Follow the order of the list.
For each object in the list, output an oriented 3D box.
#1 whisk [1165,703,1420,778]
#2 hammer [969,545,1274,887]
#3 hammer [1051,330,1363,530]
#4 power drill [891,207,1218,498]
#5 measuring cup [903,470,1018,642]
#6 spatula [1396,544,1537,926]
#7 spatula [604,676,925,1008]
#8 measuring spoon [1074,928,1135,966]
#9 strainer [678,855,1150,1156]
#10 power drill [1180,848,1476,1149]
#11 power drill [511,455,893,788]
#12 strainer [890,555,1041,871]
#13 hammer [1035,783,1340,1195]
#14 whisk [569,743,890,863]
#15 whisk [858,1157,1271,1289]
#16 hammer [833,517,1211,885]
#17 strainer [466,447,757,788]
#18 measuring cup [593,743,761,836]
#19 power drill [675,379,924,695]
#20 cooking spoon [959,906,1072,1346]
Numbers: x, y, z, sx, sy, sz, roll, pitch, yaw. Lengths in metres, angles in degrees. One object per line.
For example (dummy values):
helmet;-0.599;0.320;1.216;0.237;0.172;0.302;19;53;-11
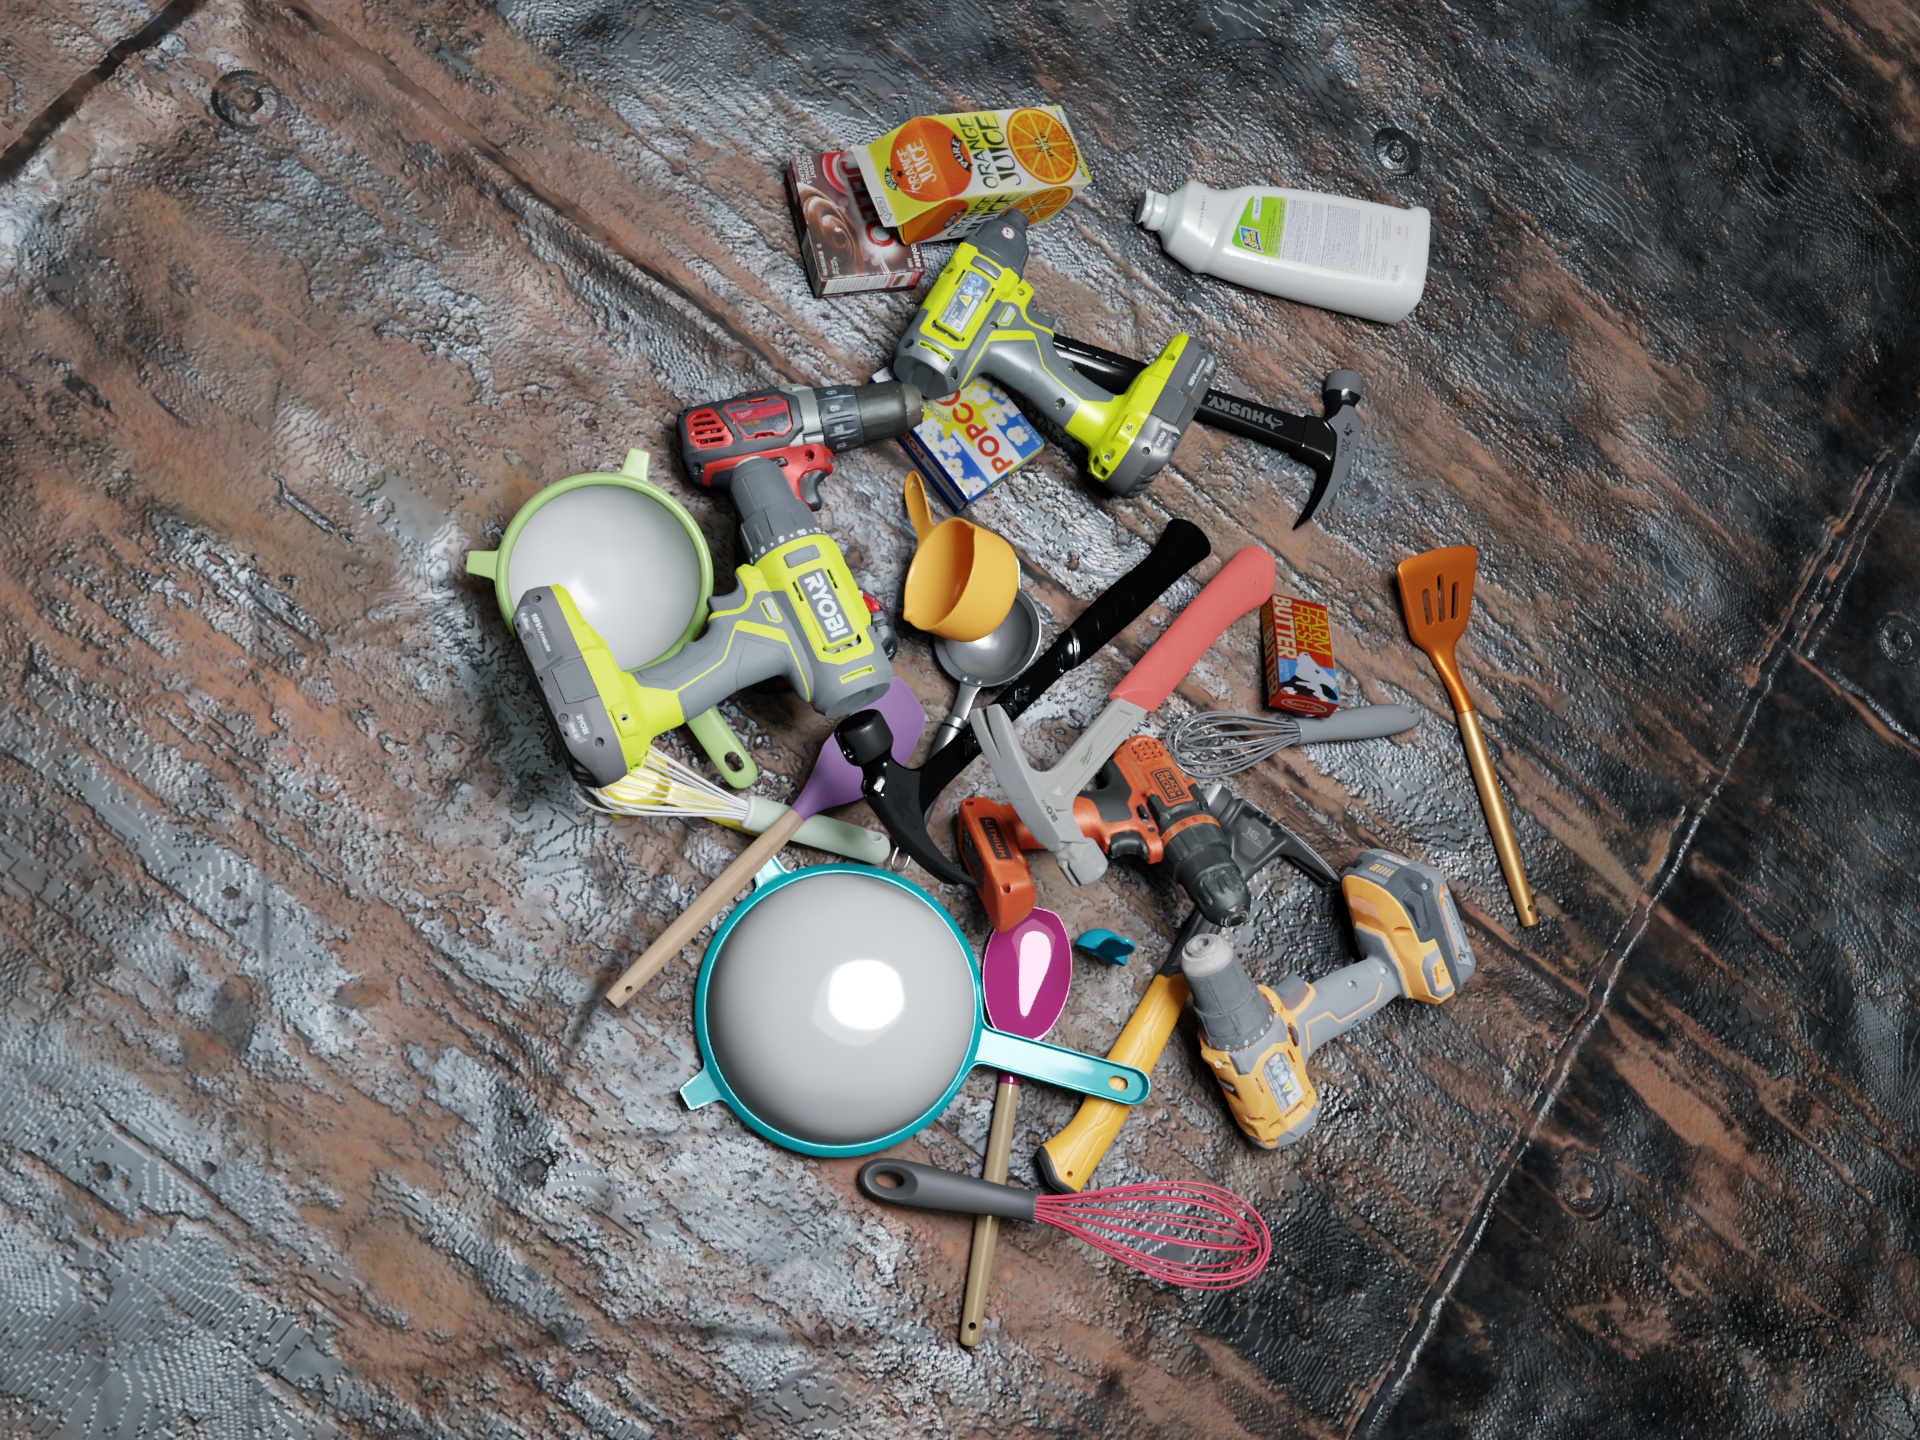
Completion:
whisk;0.273;0.010;1.289;0.239;0.055;0.055;-7;81;-21
hammer;0.142;-0.040;1.198;0.359;0.037;0.149;-46;113;-39
hammer;0.175;-0.268;1.325;0.334;0.035;0.146;16;74;-11
power drill;0.079;-0.290;1.245;0.223;0.080;0.171;31;70;-6
measuring cup;-0.005;-0.131;1.217;0.052;0.095;0.174;20;35;-32
spatula;0.435;0.015;1.334;0.081;0.041;0.323;-13;83;-18
spatula;-0.132;0.087;1.126;0.316;0.018;0.059;-45;114;-25
measuring spoon;0.114;0.161;1.170;0.042;0.128;0.021;24;76;0
strainer;-0.019;0.218;1.126;0.340;0.095;0.211;16;74;-5
power drill;0.271;0.190;1.207;0.226;0.084;0.185;-36;116;-17
power drill;-0.181;-0.068;1.084;0.228;0.080;0.191;-23;78;-17
strainer;-0.002;-0.004;1.217;0.087;0.050;0.258;17;76;20
hammer;0.164;0.217;1.223;0.127;0.034;0.337;35;72;-5
whisk;-0.161;0.065;1.145;0.246;0.058;0.059;18;113;-24
whisk;0.072;0.349;1.132;0.296;0.073;0.073;8;76;6
hammer;0.073;-0.038;1.189;0.409;0.036;0.149;-42;114;-36
strainer;-0.229;-0.060;1.163;0.151;0.069;0.256;-35;104;-8
measuring cup;-0.194;0.056;1.161;0.156;0.029;0.062;19;75;-9
power drill;-0.103;-0.147;1.192;0.188;0.080;0.227;-12;79;-6
cooking spoon;0.032;0.296;1.180;0.068;0.017;0.319;12;76;-7
